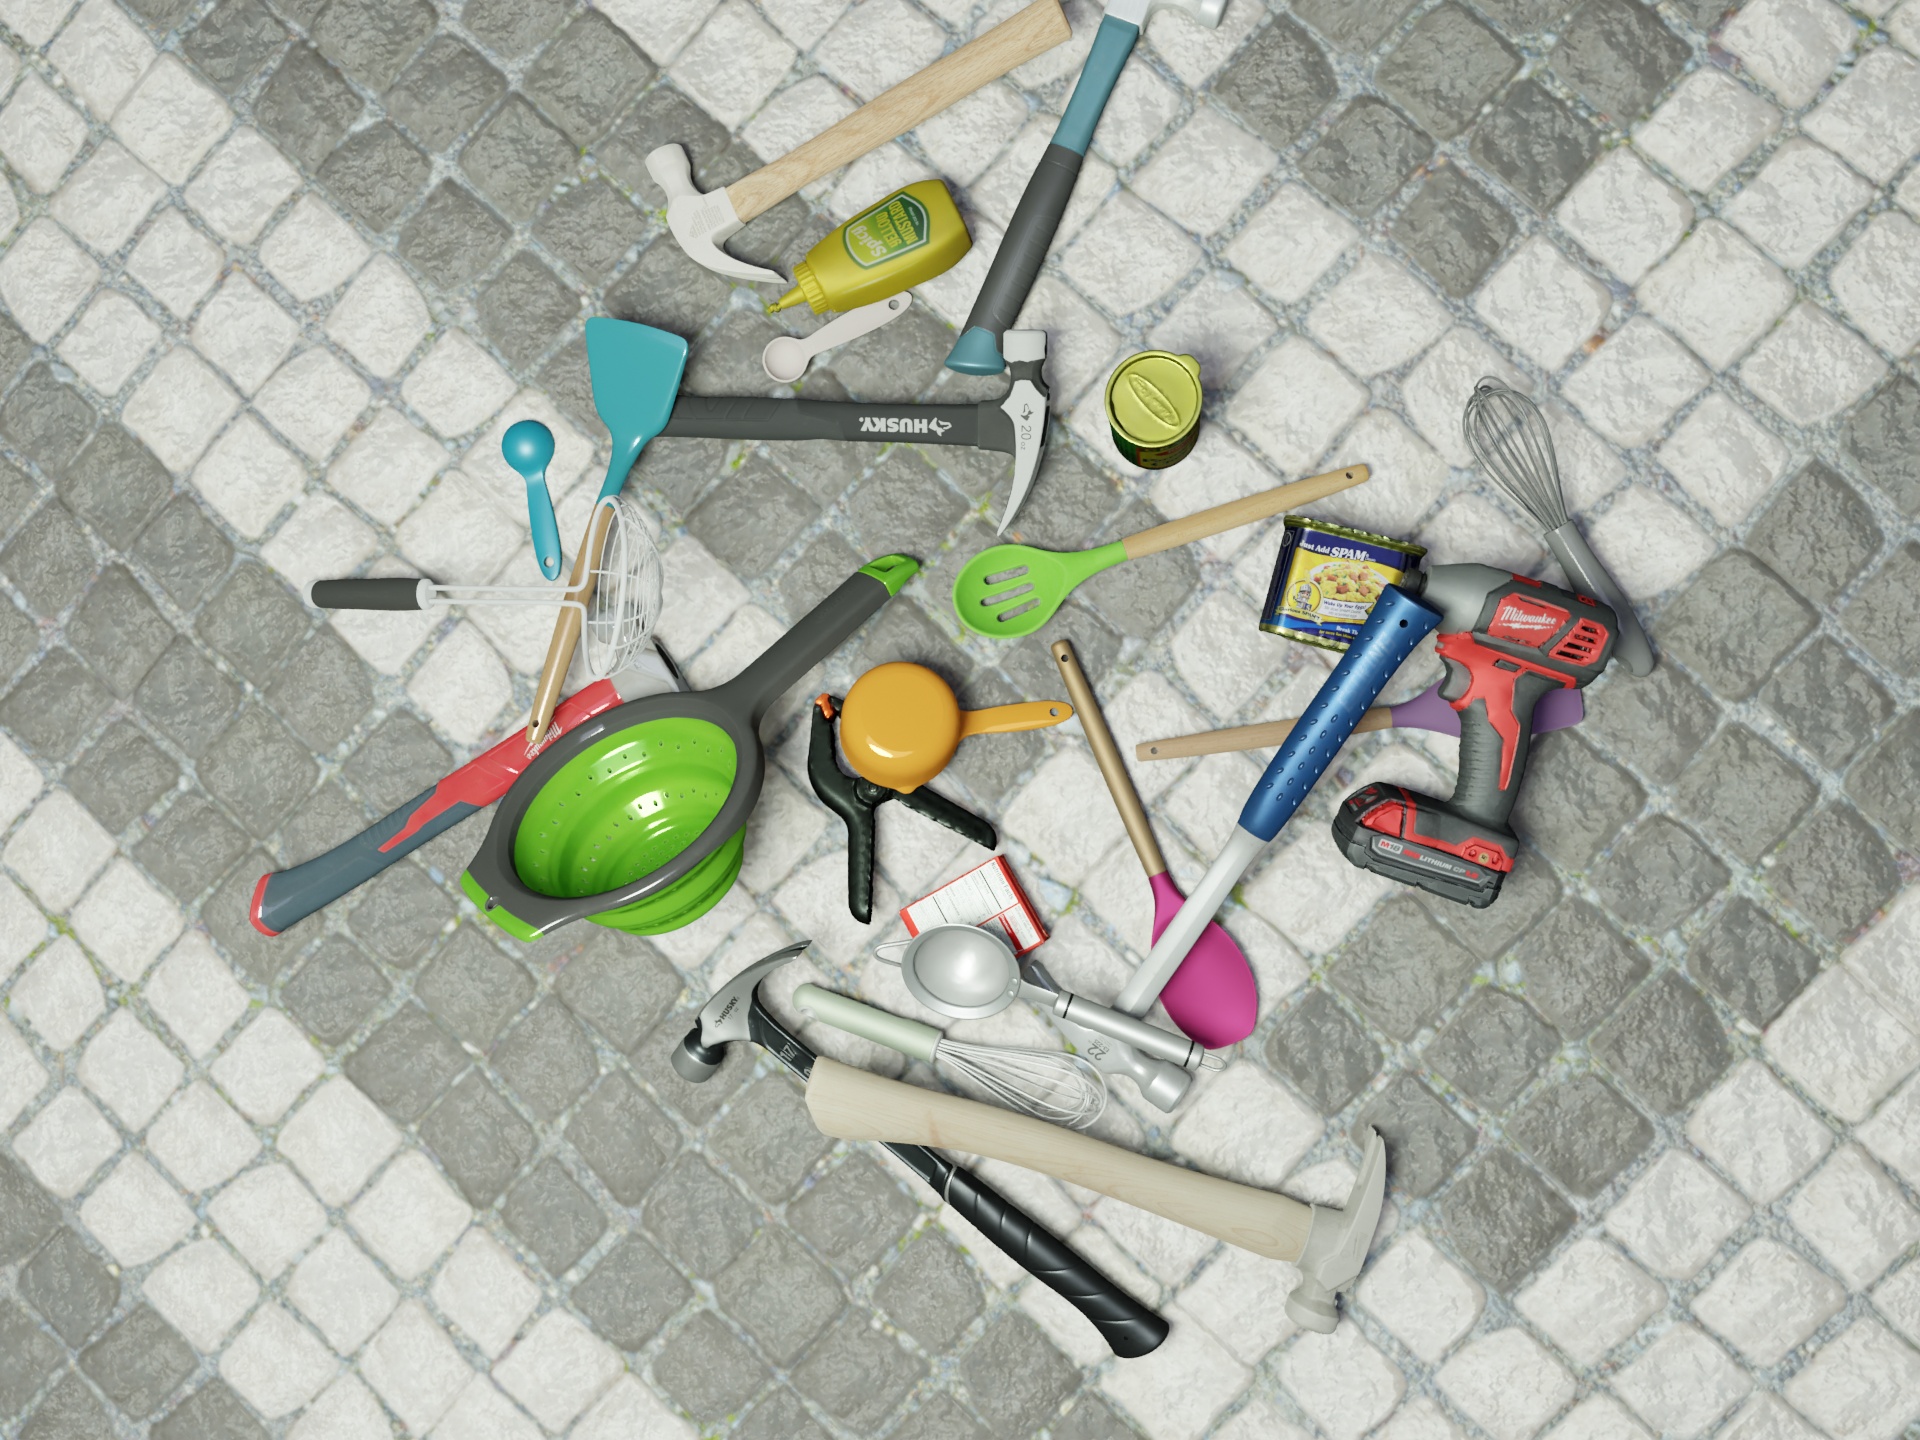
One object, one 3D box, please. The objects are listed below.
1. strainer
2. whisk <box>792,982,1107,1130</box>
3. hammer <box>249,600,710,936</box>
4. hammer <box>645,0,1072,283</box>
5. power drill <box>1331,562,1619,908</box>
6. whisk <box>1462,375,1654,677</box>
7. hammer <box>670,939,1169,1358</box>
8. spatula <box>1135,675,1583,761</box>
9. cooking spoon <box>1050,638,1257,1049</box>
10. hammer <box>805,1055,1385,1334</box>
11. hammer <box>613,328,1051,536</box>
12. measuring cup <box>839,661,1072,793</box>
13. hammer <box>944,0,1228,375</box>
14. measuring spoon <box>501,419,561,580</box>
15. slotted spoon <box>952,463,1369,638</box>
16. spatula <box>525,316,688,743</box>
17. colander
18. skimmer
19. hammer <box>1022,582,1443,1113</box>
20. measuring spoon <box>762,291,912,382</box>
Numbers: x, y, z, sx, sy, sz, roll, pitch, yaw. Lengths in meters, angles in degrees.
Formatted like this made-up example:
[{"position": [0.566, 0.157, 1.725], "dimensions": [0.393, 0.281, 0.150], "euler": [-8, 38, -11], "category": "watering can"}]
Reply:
[{"position": [0.065, 0.197, 1.123], "dimensions": [0.258, 0.050, 0.086], "euler": [21, 123, 7], "category": "strainer"}, {"position": [-0.010, 0.242, 1.171], "dimensions": [0.246, 0.057, 0.059], "euler": [18, 57, 11], "category": "whisk"}, {"position": [-0.376, 0.070, 1.225], "dimensions": [0.386, 0.038, 0.143], "euler": [-32, 86, 6], "category": "hammer"}, {"position": [-0.070, -0.435, 1.177], "dimensions": [0.331, 0.031, 0.130], "euler": [-25, 88, 14], "category": "hammer"}, {"position": [0.339, 0.003, 1.084], "dimensions": [0.143, 0.078, 0.219], "euler": [19, 101, 2], "category": "power drill"}, {"position": [0.422, -0.135, 1.114], "dimensions": [0.055, 0.055, 0.239], "euler": [-30, 90, 6], "category": "whisk"}, {"position": [-0.018, 0.322, 1.158], "dimensions": [0.409, 0.036, 0.149], "euler": [38, 114, 4], "category": "hammer"}, {"position": [0.283, -0.001, 1.144], "dimensions": [0.316, 0.018, 0.060], "euler": [-9, 85, 7], "category": "spatula"}, {"position": [0.134, 0.088, 1.163], "dimensions": [0.069, 0.017, 0.319], "euler": [-24, 86, 11], "category": "cooking spoon"}, {"position": [0.094, 0.301, 1.113], "dimensions": [0.410, 0.038, 0.146], "euler": [18, 92, -5], "category": "hammer"}, {"position": [-0.100, -0.217, 1.183], "dimensions": [0.335, 0.035, 0.146], "euler": [4, 107, 13], "category": "hammer"}, {"position": [-0.002, -0.004, 1.152], "dimensions": [0.173, 0.052, 0.095], "euler": [-6, 74, -4], "category": "measuring cup"}, {"position": [0.074, -0.407, 1.174], "dimensions": [0.128, 0.033, 0.331], "euler": [24, 92, 7], "category": "hammer"}, {"position": [-0.330, -0.171, 1.230], "dimensions": [0.042, 0.021, 0.128], "euler": [-12, 86, 8], "category": "measuring spoon"}, {"position": [0.145, -0.131, 1.162], "dimensions": [0.314, 0.031, 0.070], "euler": [-18, 84, 5], "category": "slotted spoon"}, {"position": [-0.276, -0.137, 1.180], "dimensions": [0.082, 0.044, 0.317], "euler": [15, 87, 8], "category": "spatula"}, {"position": [-0.163, 0.030, 1.142], "dimensions": [0.397, 0.094, 0.205], "euler": [-43, 43, -21], "category": "colander"}, {"position": [-0.361, -0.095, 1.150], "dimensions": [0.363, 0.090, 0.127], "euler": [2, 89, 26], "category": "skimmer"}, {"position": [0.191, 0.082, 1.095], "dimensions": [0.144, 0.035, 0.405], "euler": [34, 110, 9], "category": "hammer"}, {"position": [-0.092, -0.293, 1.207], "dimensions": [0.124, 0.018, 0.034], "euler": [-27, 90, 0], "category": "measuring spoon"}]
